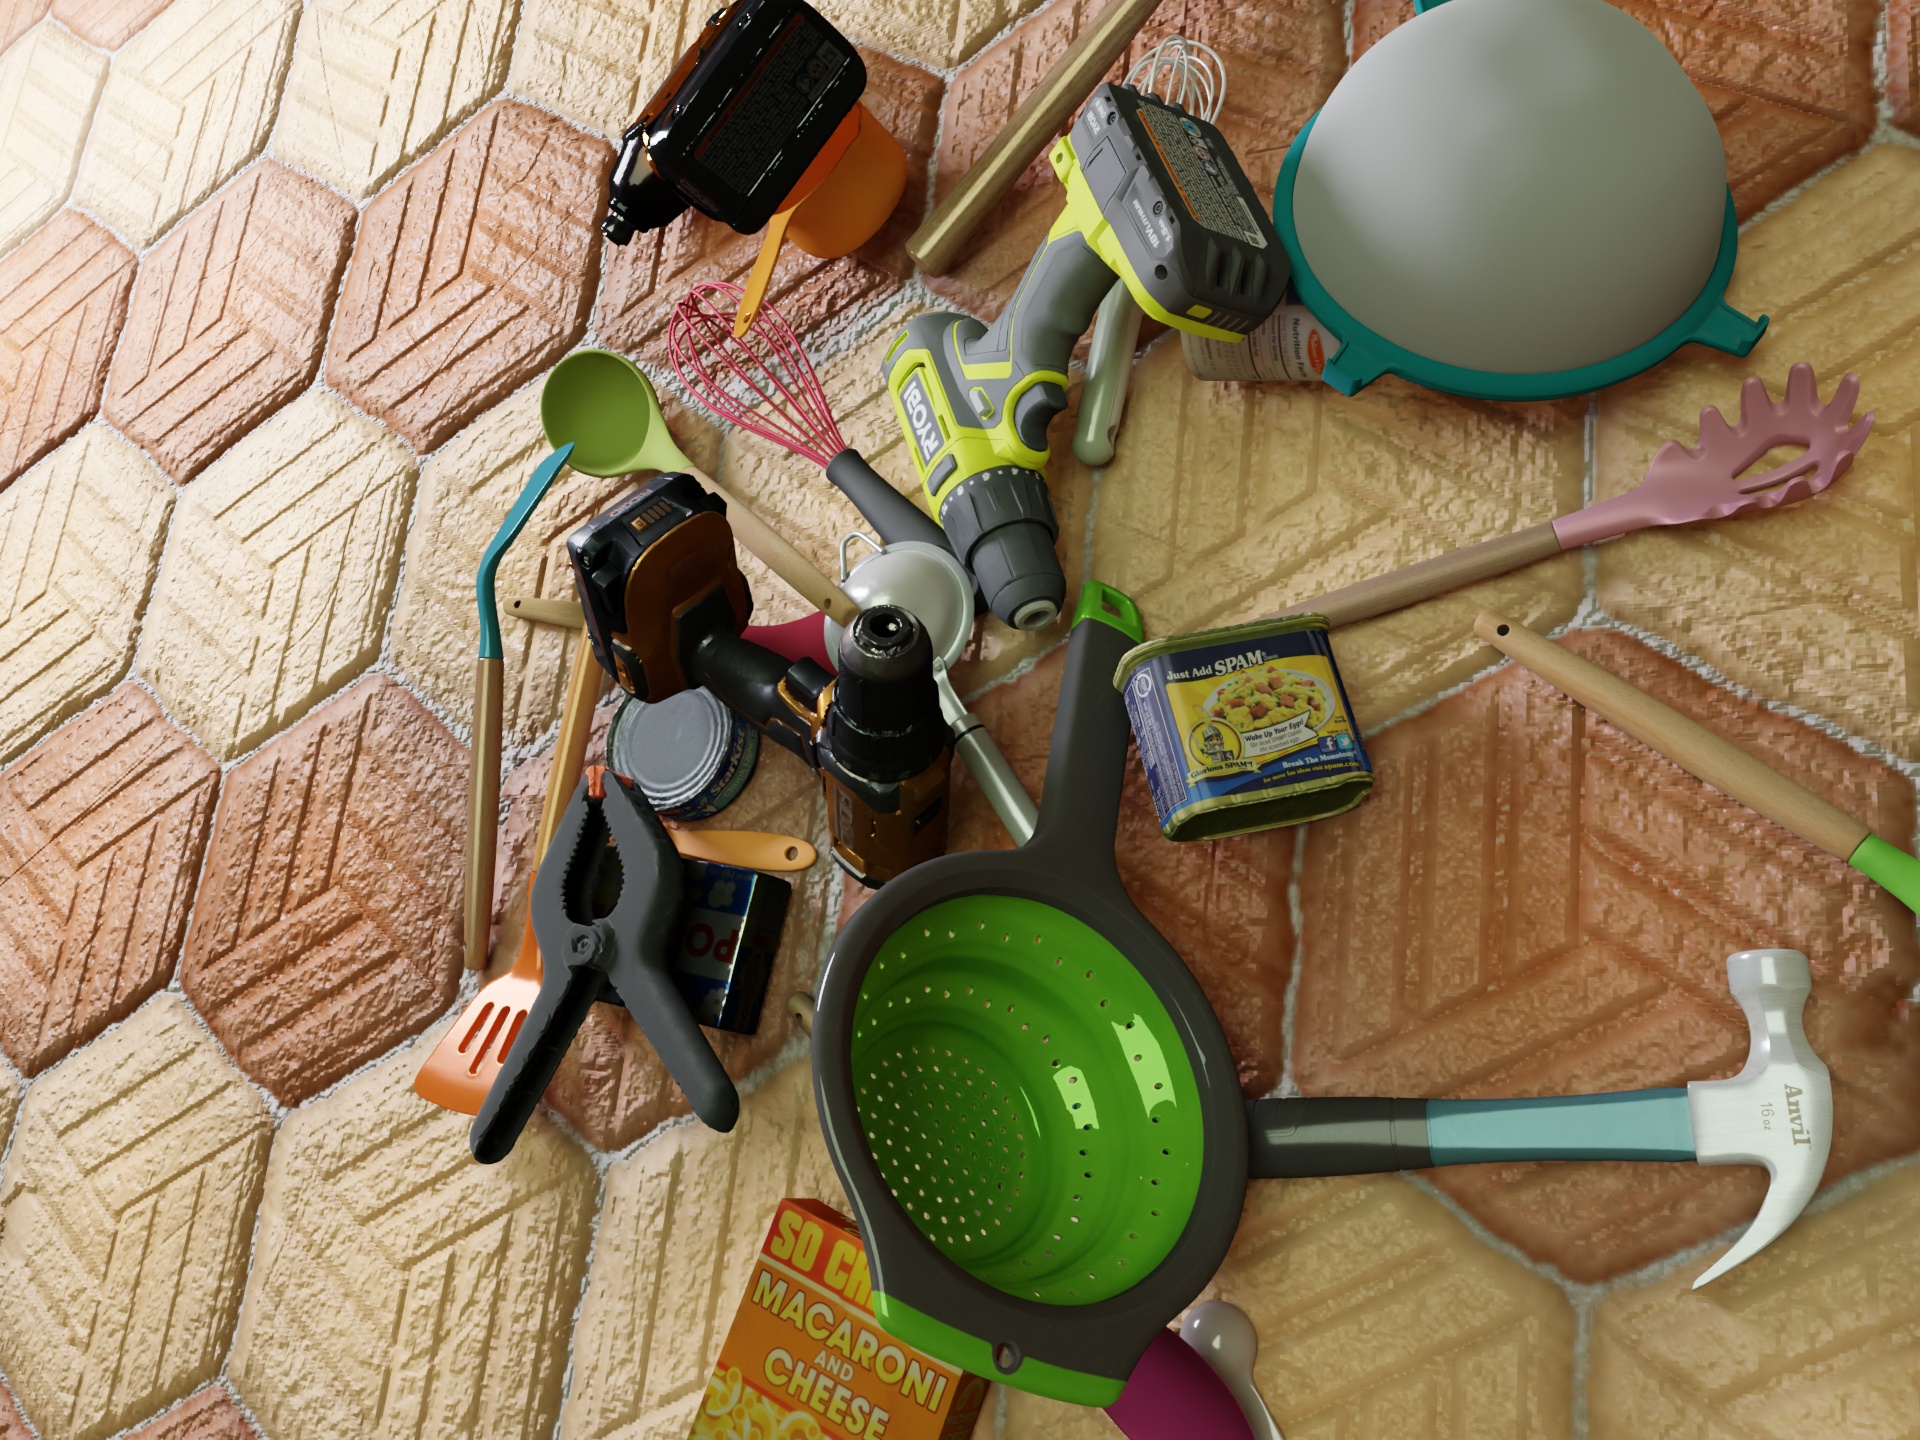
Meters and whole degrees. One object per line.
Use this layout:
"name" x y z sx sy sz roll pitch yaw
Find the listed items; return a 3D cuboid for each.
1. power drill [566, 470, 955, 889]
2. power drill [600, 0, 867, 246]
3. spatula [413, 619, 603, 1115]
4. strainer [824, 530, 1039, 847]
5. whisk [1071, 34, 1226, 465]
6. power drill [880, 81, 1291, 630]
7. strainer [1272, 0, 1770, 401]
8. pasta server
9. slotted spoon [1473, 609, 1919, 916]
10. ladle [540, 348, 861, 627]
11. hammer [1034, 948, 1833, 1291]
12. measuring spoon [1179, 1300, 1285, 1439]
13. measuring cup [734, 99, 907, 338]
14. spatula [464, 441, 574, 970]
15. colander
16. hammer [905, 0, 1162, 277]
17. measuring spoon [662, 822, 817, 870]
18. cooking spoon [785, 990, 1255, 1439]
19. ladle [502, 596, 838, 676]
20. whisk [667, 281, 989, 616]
"power drill" -0.094 -0.032 0.787 0.226 0.185 0.084 38 62 22
"power drill" -0.150 -0.350 0.952 0.164 0.084 0.227 -53 27 3
"spatula" -0.241 0.063 0.919 0.081 0.041 0.323 6 81 29
"strainer" -0.001 -0.003 0.812 0.087 0.050 0.259 -36 72 9
"whisk" 0.096 -0.255 0.859 0.059 0.057 0.246 10 83 21
"power drill" 0.054 -0.175 0.792 0.228 0.080 0.191 -46 52 41
"strainer" 0.246 -0.312 0.737 0.211 0.095 0.341 -5 65 2
"pasta server" 0.244 -0.080 0.730 0.316 0.040 0.060 -18 54 22
"slotted spoon" 0.341 0.039 0.649 0.314 0.031 0.070 40 94 32
"ladle" -0.152 -0.130 0.902 0.320 0.062 0.078 41 114 43
"hammer" 0.187 0.175 0.678 0.331 0.033 0.128 -9 69 24
"measuring spoon" 0.127 0.307 0.672 0.034 0.018 0.124 -32 63 14
"measuring cup" -0.085 -0.282 0.936 0.095 0.052 0.174 -5 60 46
"spatula" -0.272 -0.010 0.955 0.082 0.044 0.317 -5 82 59
"colander" 0.027 0.102 0.720 0.094 0.204 0.397 -44 26 47
"hammer" 0.084 -0.386 0.892 0.331 0.031 0.130 -47 23 15
"measuring spoon" -0.131 0.070 0.885 0.117 0.011 0.021 4 75 28
"cooking spoon" 0.016 0.231 0.750 0.319 0.017 0.068 39 125 33
"ladle" -0.153 -0.053 0.930 0.315 0.031 0.069 9 75 31
"whisk" -0.079 -0.159 0.911 0.073 0.073 0.296 -46 66 7
